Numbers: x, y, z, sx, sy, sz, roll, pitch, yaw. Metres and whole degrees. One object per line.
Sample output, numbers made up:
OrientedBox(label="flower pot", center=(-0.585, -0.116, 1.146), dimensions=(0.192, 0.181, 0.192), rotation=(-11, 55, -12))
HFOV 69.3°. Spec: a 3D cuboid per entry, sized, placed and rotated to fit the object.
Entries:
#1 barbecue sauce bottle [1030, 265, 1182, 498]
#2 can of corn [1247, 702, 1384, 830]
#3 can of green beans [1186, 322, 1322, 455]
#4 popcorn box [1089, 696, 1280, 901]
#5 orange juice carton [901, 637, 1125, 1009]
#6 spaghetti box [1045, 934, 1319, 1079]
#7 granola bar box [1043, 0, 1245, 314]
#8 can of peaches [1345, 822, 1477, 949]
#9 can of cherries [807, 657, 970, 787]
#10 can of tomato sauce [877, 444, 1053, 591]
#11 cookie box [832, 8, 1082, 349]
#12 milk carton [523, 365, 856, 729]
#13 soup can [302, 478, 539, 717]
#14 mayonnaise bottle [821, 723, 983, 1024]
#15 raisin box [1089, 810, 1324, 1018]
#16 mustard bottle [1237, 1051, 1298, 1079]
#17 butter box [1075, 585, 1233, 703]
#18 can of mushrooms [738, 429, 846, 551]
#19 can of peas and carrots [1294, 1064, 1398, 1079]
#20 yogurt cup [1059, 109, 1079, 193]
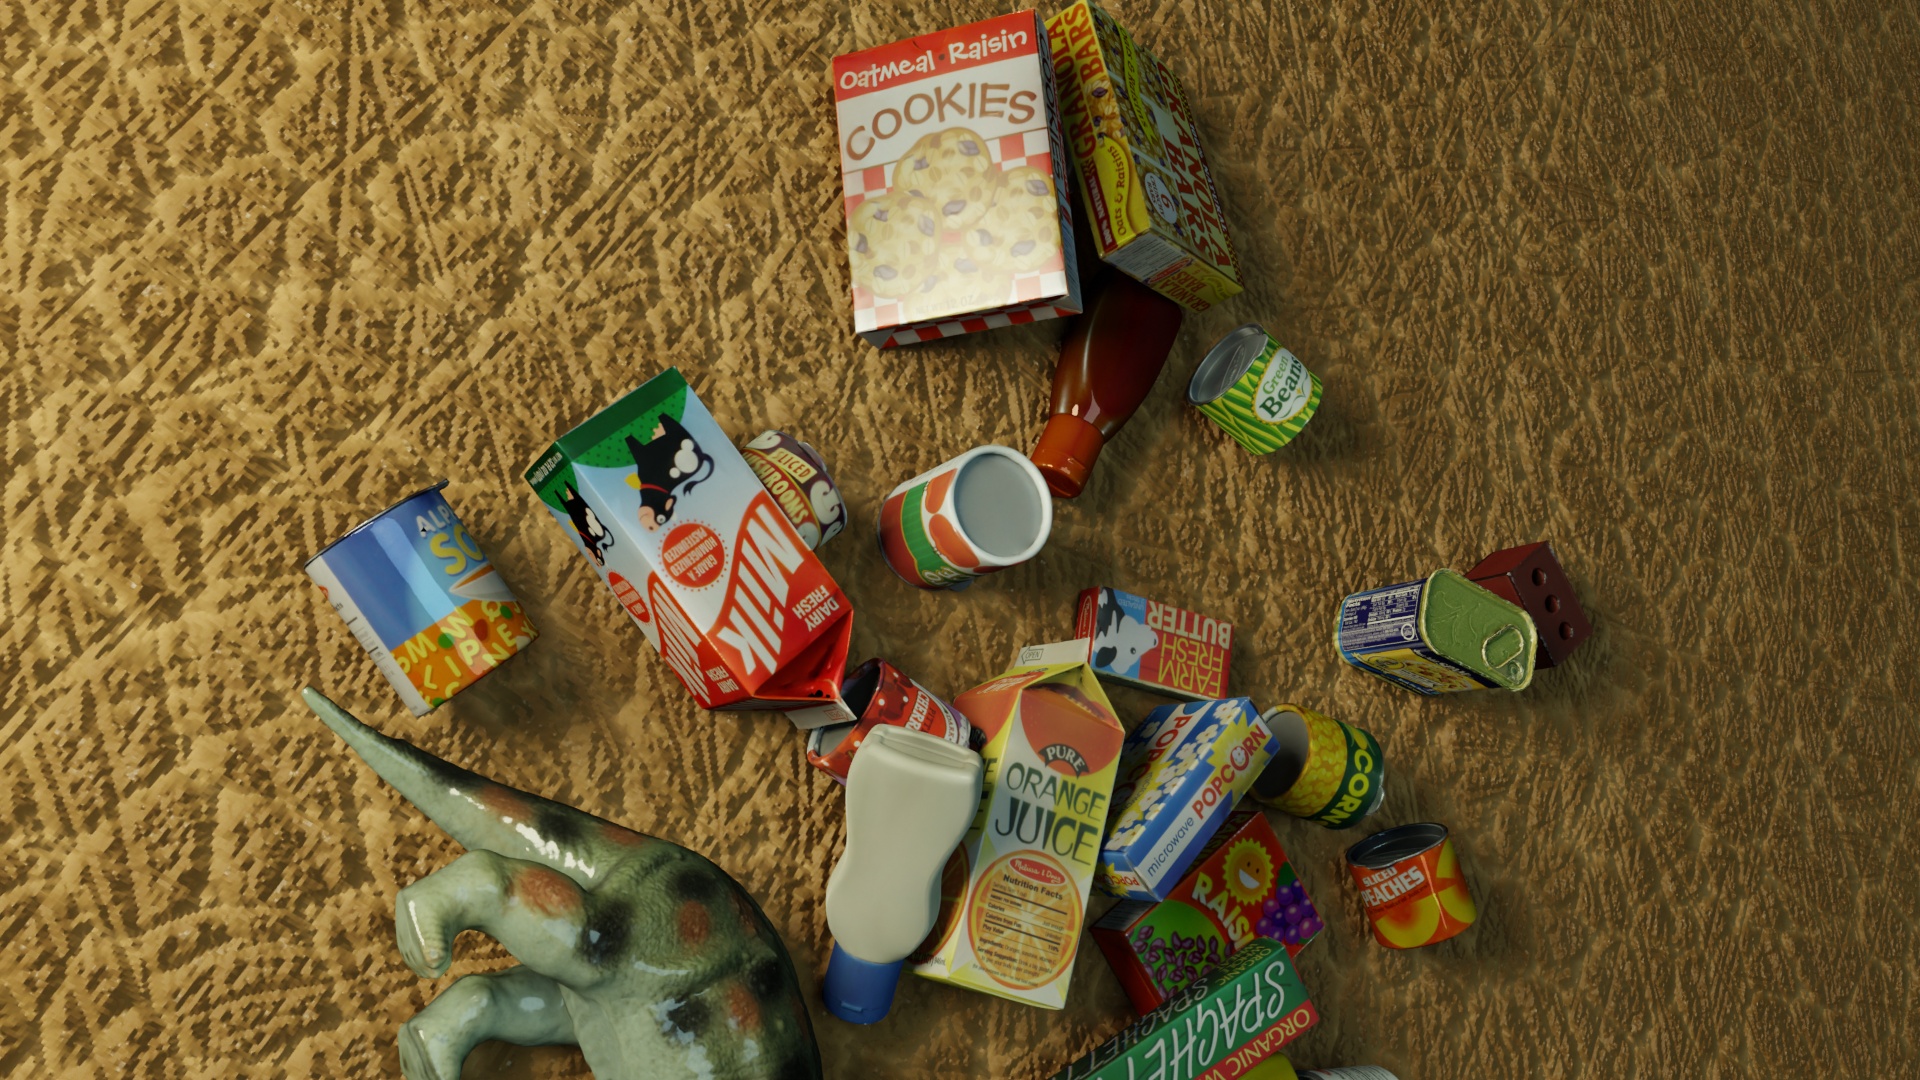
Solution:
OrientedBox(label="barbecue sauce bottle", center=(0.085, -0.096, 0.850), dimensions=(0.065, 0.043, 0.149), rotation=(36, 64, -23))
OrientedBox(label="can of corn", center=(0.218, 0.140, 0.857), dimensions=(0.058, 0.071, 0.071), rotation=(22, 69, -23))
OrientedBox(label="can of green beans", center=(0.190, -0.097, 0.897), dimensions=(0.058, 0.071, 0.071), rotation=(37, 64, -18))
OrientedBox(label="popcorn box", center=(0.112, 0.146, 0.787), dimensions=(0.127, 0.085, 0.038), rotation=(-43, 103, -30))
OrientedBox(label="orange juice carton", center=(0.029, 0.145, 0.748), dimensions=(0.073, 0.071, 0.193), rotation=(24, 68, -24))
OrientedBox(label="spaghetti box", center=(0.082, 0.297, 0.739), dimensions=(0.251, 0.028, 0.050), rotation=(-27, 94, -18))
OrientedBox(label="granola bar box", center=(0.113, -0.234, 0.854), dimensions=(0.124, 0.039, 0.166), rotation=(14, 58, -52))
OrientedBox(label="can of peaches", center=(0.285, 0.219, 0.880), dimensions=(0.071, 0.071, 0.058), rotation=(-21, 91, -31))
OrientedBox(label="can of cherries", center=(-0.036, 0.102, 0.721), dimensions=(0.058, 0.071, 0.072), rotation=(38, 64, -17))
OrientedBox(label="can of tomato sauce", center=(0.003, -0.010, 0.761), dimensions=(0.071, 0.083, 0.071), rotation=(7, 76, -28))
OrientedBox(label="cookie box", center=(-0.003, -0.202, 0.782), dimensions=(0.040, 0.123, 0.167), rotation=(23, 60, -71))
OrientedBox(label="milk carton", center=(-0.123, 0.017, 0.690), dimensions=(0.074, 0.072, 0.190), rotation=(-40, 100, -30))
OrientedBox(label="soup can", center=(-0.238, 0.026, 0.625), dimensions=(0.072, 0.071, 0.083), rotation=(-38, 100, -30))
OrientedBox(label="mayonnaise bottle", center=(-0.035, 0.167, 0.685), dimensions=(0.065, 0.041, 0.147), rotation=(17, 107, 4))
OrientedBox(label="raisin box", center=(0.147, 0.228, 0.816), dimensions=(0.124, 0.040, 0.086), rotation=(-33, 95, -30))
OrientedBox(label="mustard bottle", center=(0.122, 0.338, 0.771), dimensions=(0.161, 0.048, 0.065), rotation=(-15, 87, -31))
OrientedBox(label="butter box", center=(0.117, 0.065, 0.844), dimensions=(0.103, 0.024, 0.053), rotation=(16, 72, -26))
OrientedBox(label="can of mushrooms", center=(-0.093, -0.022, 0.717), dimensions=(0.033, 0.071, 0.071), rotation=(-39, 100, -28))
OrientedBox(label="can of peas and carrots", center=(0.226, 0.348, 0.819), dimensions=(0.059, 0.070, 0.071), rotation=(8, 76, -29))
OrientedBox(label="yogurt cup", center=(0.030, -0.231, 0.842), dimensions=(0.072, 0.054, 0.072), rotation=(7, 76, -28))
